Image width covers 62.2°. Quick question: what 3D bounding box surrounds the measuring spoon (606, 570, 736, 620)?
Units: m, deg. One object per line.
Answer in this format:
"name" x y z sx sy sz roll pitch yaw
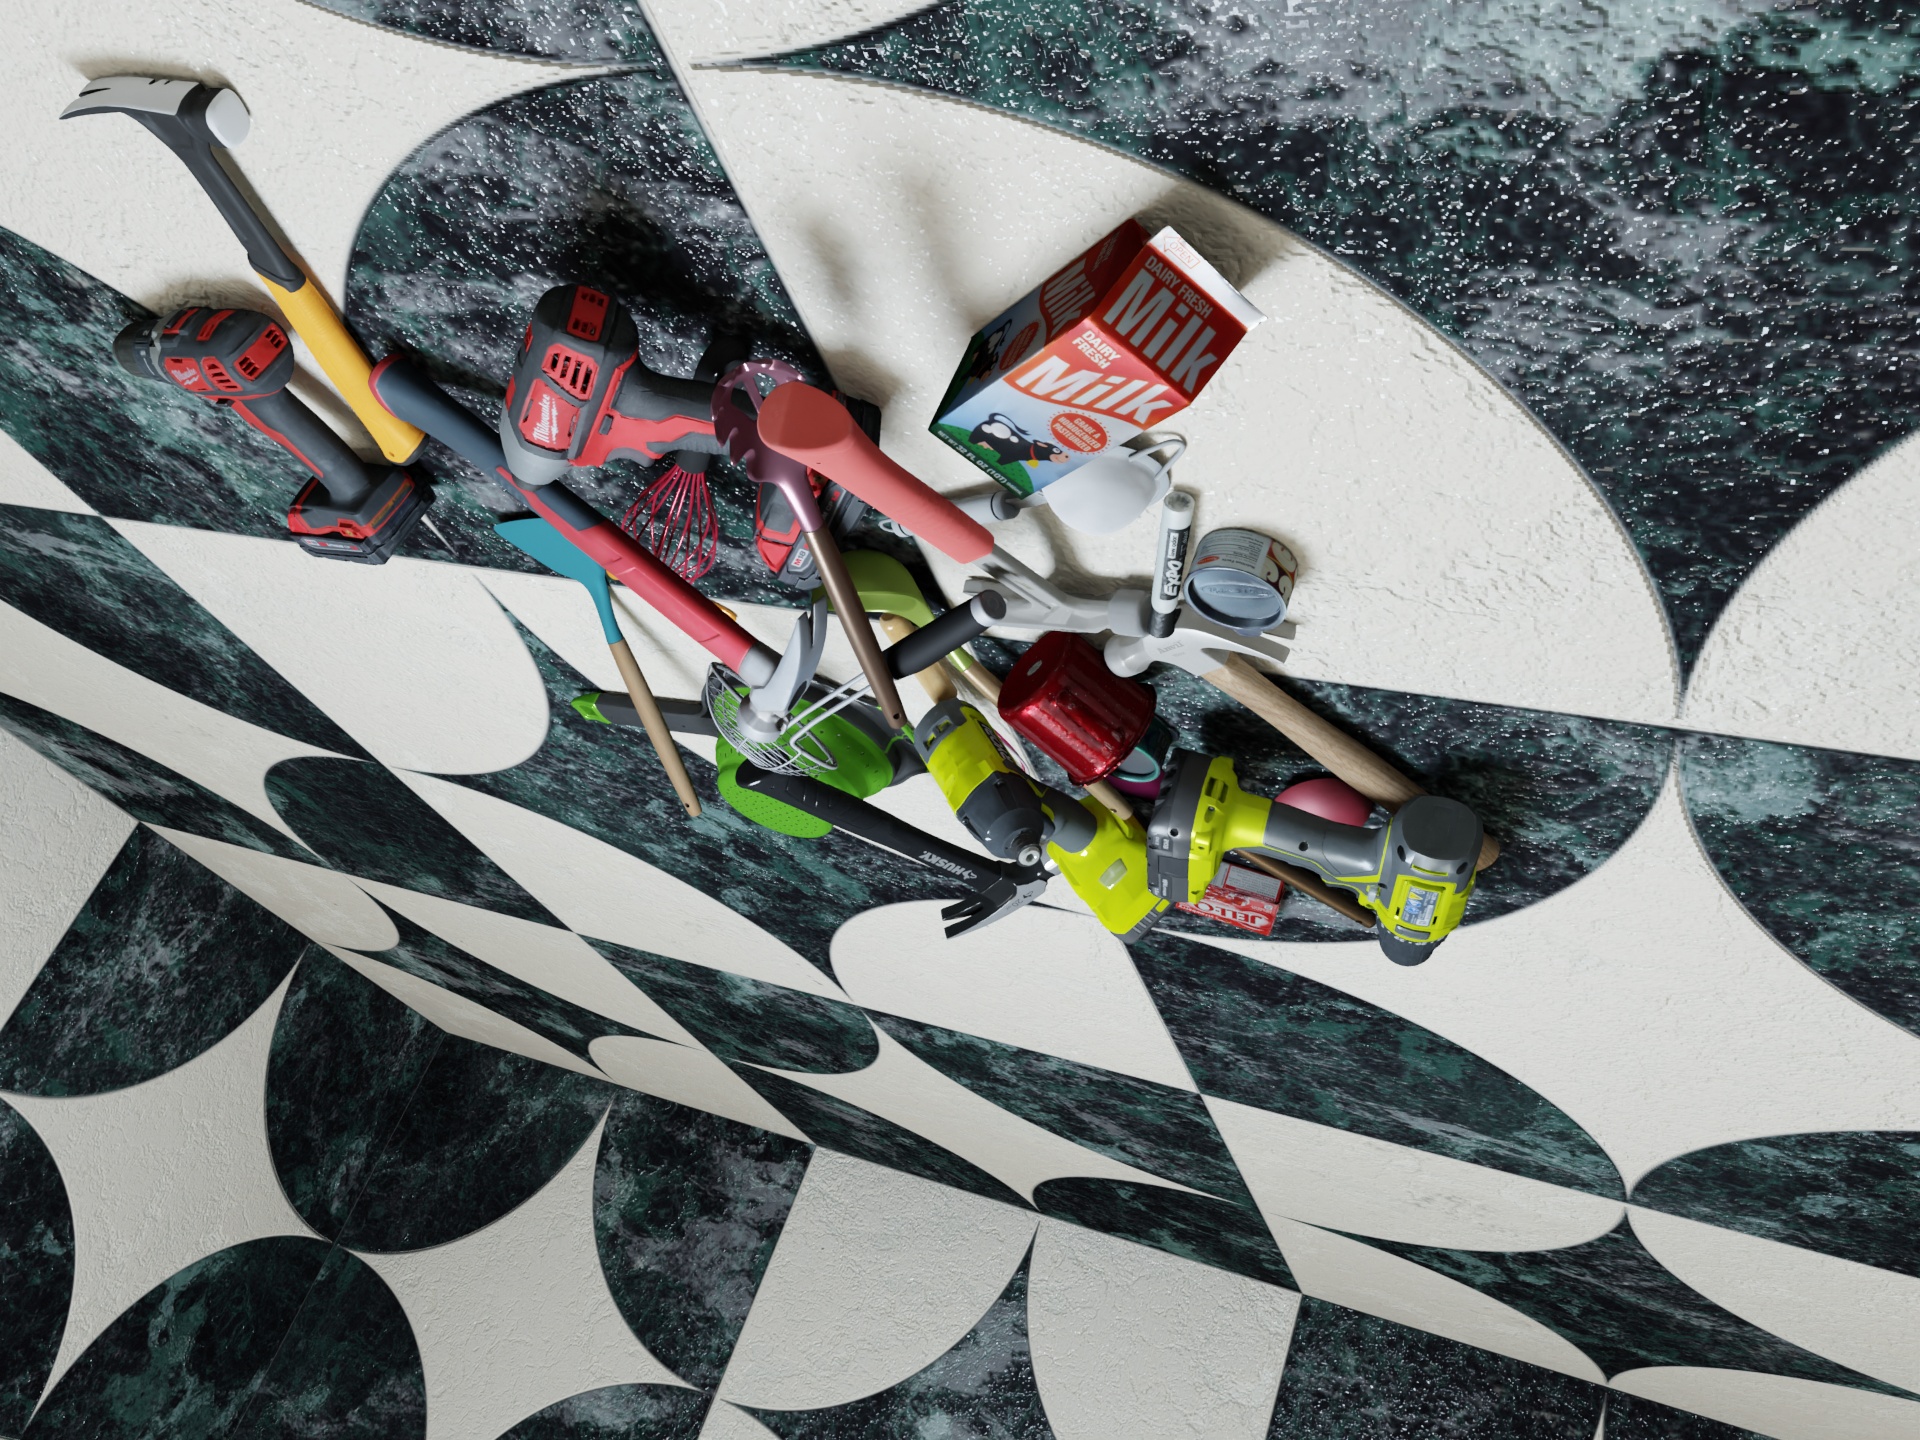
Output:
"measuring spoon" -0.240 -0.104 1.315 0.117 0.011 0.021 23 154 -1

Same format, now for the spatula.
"spatula" -0.296 -0.042 1.374 0.082 0.044 0.317 -1 123 34

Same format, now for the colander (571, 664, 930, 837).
"colander" -0.221 0.034 1.468 0.397 0.094 0.204 6 150 30

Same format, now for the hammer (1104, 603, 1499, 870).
"hammer" 0.263 0.017 1.124 0.331 0.031 0.130 33 153 -21

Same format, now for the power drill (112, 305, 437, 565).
"power drill" -0.544 -0.229 1.248 0.188 0.080 0.226 10 148 34

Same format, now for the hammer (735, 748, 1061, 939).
"hammer" -0.059 0.103 1.395 0.334 0.035 0.146 28 124 -38

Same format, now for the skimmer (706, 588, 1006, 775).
"skimmer" -0.073 -0.041 1.147 0.127 0.090 0.363 40 143 -18

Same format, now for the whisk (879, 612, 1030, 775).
"whisk" -0.002 -0.002 1.281 0.051 0.047 0.244 29 161 45

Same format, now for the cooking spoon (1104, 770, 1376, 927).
"cooking spoon" 0.218 0.094 1.321 0.318 0.017 0.068 30 154 -13

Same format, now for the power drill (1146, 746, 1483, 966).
"power drill" 0.258 0.108 1.174 0.228 0.080 0.190 13 149 15

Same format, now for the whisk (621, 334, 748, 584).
"whisk" -0.188 -0.170 1.098 0.073 0.073 0.295 26 149 -7

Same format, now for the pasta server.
"pasta server" -0.080 -0.095 0.968 0.060 0.040 0.315 -25 136 -3

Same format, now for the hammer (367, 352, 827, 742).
"hammer" -0.258 -0.144 1.109 0.386 0.038 0.143 38 141 7

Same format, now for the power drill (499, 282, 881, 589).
"power drill" -0.170 -0.168 0.976 0.219 0.079 0.143 18 136 -19

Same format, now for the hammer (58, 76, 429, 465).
"hammer" -0.468 -0.296 1.103 0.127 0.034 0.336 12 152 19

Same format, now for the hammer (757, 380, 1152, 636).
"hammer" -0.014 -0.115 0.953 0.149 0.037 0.358 8 171 30

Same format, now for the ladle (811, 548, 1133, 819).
"ladle" 0.017 -0.015 1.189 0.320 0.062 0.078 42 154 -23

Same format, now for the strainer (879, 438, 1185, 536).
"strainer" 0.035 -0.135 1.007 0.086 0.050 0.258 25 162 -40

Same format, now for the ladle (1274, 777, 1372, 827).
"ladle" 0.201 0.101 1.301 0.069 0.031 0.315 39 145 -24

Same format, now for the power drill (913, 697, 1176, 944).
"power drill" 0.073 0.086 1.245 0.223 0.080 0.171 32 -164 -38
